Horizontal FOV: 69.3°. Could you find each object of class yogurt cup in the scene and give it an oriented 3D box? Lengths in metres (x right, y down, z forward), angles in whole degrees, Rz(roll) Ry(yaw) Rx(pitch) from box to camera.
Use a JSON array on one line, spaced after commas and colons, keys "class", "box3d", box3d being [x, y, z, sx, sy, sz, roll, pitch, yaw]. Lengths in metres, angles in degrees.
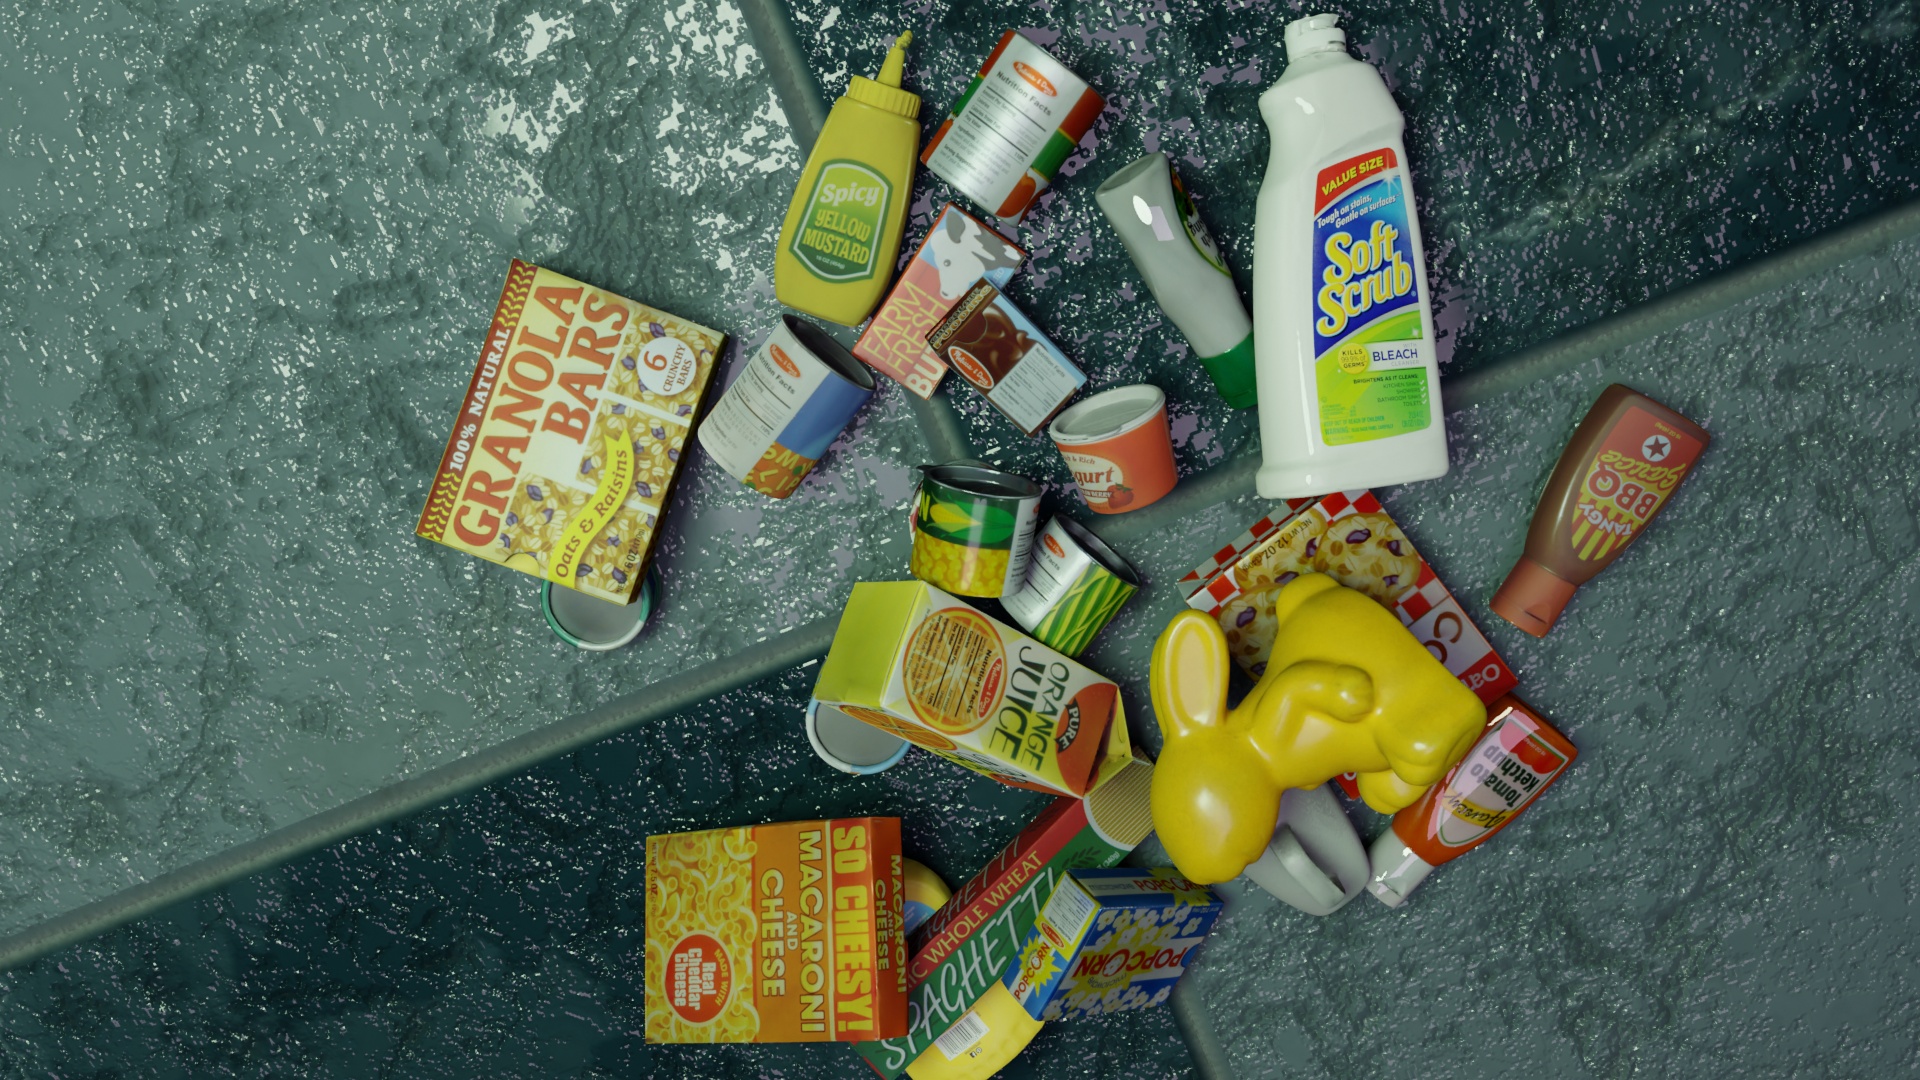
[{"class": "yogurt cup", "box3d": [0.091, -0.051, 0.792, 0.072, 0.073, 0.053, -19, 112, 6]}]

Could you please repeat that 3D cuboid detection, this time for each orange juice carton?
[{"class": "orange juice carton", "box3d": [0.021, 0.093, 0.795, 0.192, 0.071, 0.073, 29, 71, -31]}]

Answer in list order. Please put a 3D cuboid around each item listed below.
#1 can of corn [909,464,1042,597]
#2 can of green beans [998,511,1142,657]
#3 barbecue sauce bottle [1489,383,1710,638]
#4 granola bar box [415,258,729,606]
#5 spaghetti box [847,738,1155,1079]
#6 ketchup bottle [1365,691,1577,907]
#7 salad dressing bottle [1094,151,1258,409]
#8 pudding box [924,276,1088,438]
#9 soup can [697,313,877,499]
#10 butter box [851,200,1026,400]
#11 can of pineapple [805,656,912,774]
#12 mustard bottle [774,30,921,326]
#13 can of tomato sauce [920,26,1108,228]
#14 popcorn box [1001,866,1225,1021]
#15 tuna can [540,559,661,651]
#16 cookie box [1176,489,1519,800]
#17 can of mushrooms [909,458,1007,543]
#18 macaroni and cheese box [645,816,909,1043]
[{"class": "can of corn", "box3d": [0.006, -0.006, 0.768, 0.071, 0.071, 0.058, 9, 105, -2]}, {"class": "can of green beans", "box3d": [0.062, 0.026, 0.811, 0.071, 0.071, 0.057, 37, 103, -9]}, {"class": "barbecue sauce bottle", "box3d": [0.365, -0.014, 0.808, 0.065, 0.044, 0.148, 27, 104, -8]}, {"class": "granola bar box", "box3d": [-0.217, -0.060, 0.786, 0.124, 0.039, 0.165, 19, 90, -4]}, {"class": "spaghetti box", "box3d": [0.029, 0.223, 0.845, 0.250, 0.028, 0.050, -42, 101, -8]}, {"class": "ketchup bottle", "box3d": [0.305, 0.162, 0.856, 0.064, 0.044, 0.148, 37, 103, -9]}, {"class": "salad dressing bottle", "box3d": [0.130, -0.141, 0.770, 0.044, 0.064, 0.147, -27, 112, 20]}, {"class": "pudding box", "box3d": [0.026, -0.102, 0.779, 0.049, 0.030, 0.083, -46, 123, 9]}, {"class": "soup can", "box3d": [-0.097, -0.075, 0.787, 0.071, 0.071, 0.083, 38, 105, -9]}, {"class": "butter box", "box3d": [-0.013, -0.135, 0.790, 0.053, 0.024, 0.103, 33, 103, -9]}, {"class": "can of pineapple", "box3d": [-0.056, 0.099, 0.836, 0.071, 0.058, 0.070, 0, 105, 1]}, {"class": "mustard bottle", "box3d": [-0.055, -0.200, 0.760, 0.065, 0.049, 0.159, 17, 105, -5]}, {"class": "can of tomato sauce", "box3d": [0.029, -0.220, 0.747, 0.071, 0.071, 0.083, 35, 103, -8]}, {"class": "popcorn box", "box3d": [0.094, 0.244, 0.848, 0.127, 0.038, 0.085, 13, 109, -44]}, {"class": "tuna can", "box3d": [-0.216, 0.029, 0.832, 0.071, 0.033, 0.071, 0, 106, 0]}, {"class": "cookie box", "box3d": [0.231, 0.056, 0.830, 0.123, 0.040, 0.167, -39, 101, 10]}, {"class": "can of mushrooms", "box3d": [0.003, -0.010, 0.819, 0.071, 0.033, 0.070, 0, 105, 0]}, {"class": "macaroni and cheese box", "box3d": [-0.111, 0.232, 0.825, 0.166, 0.040, 0.124, -11, 73, 27]}]
